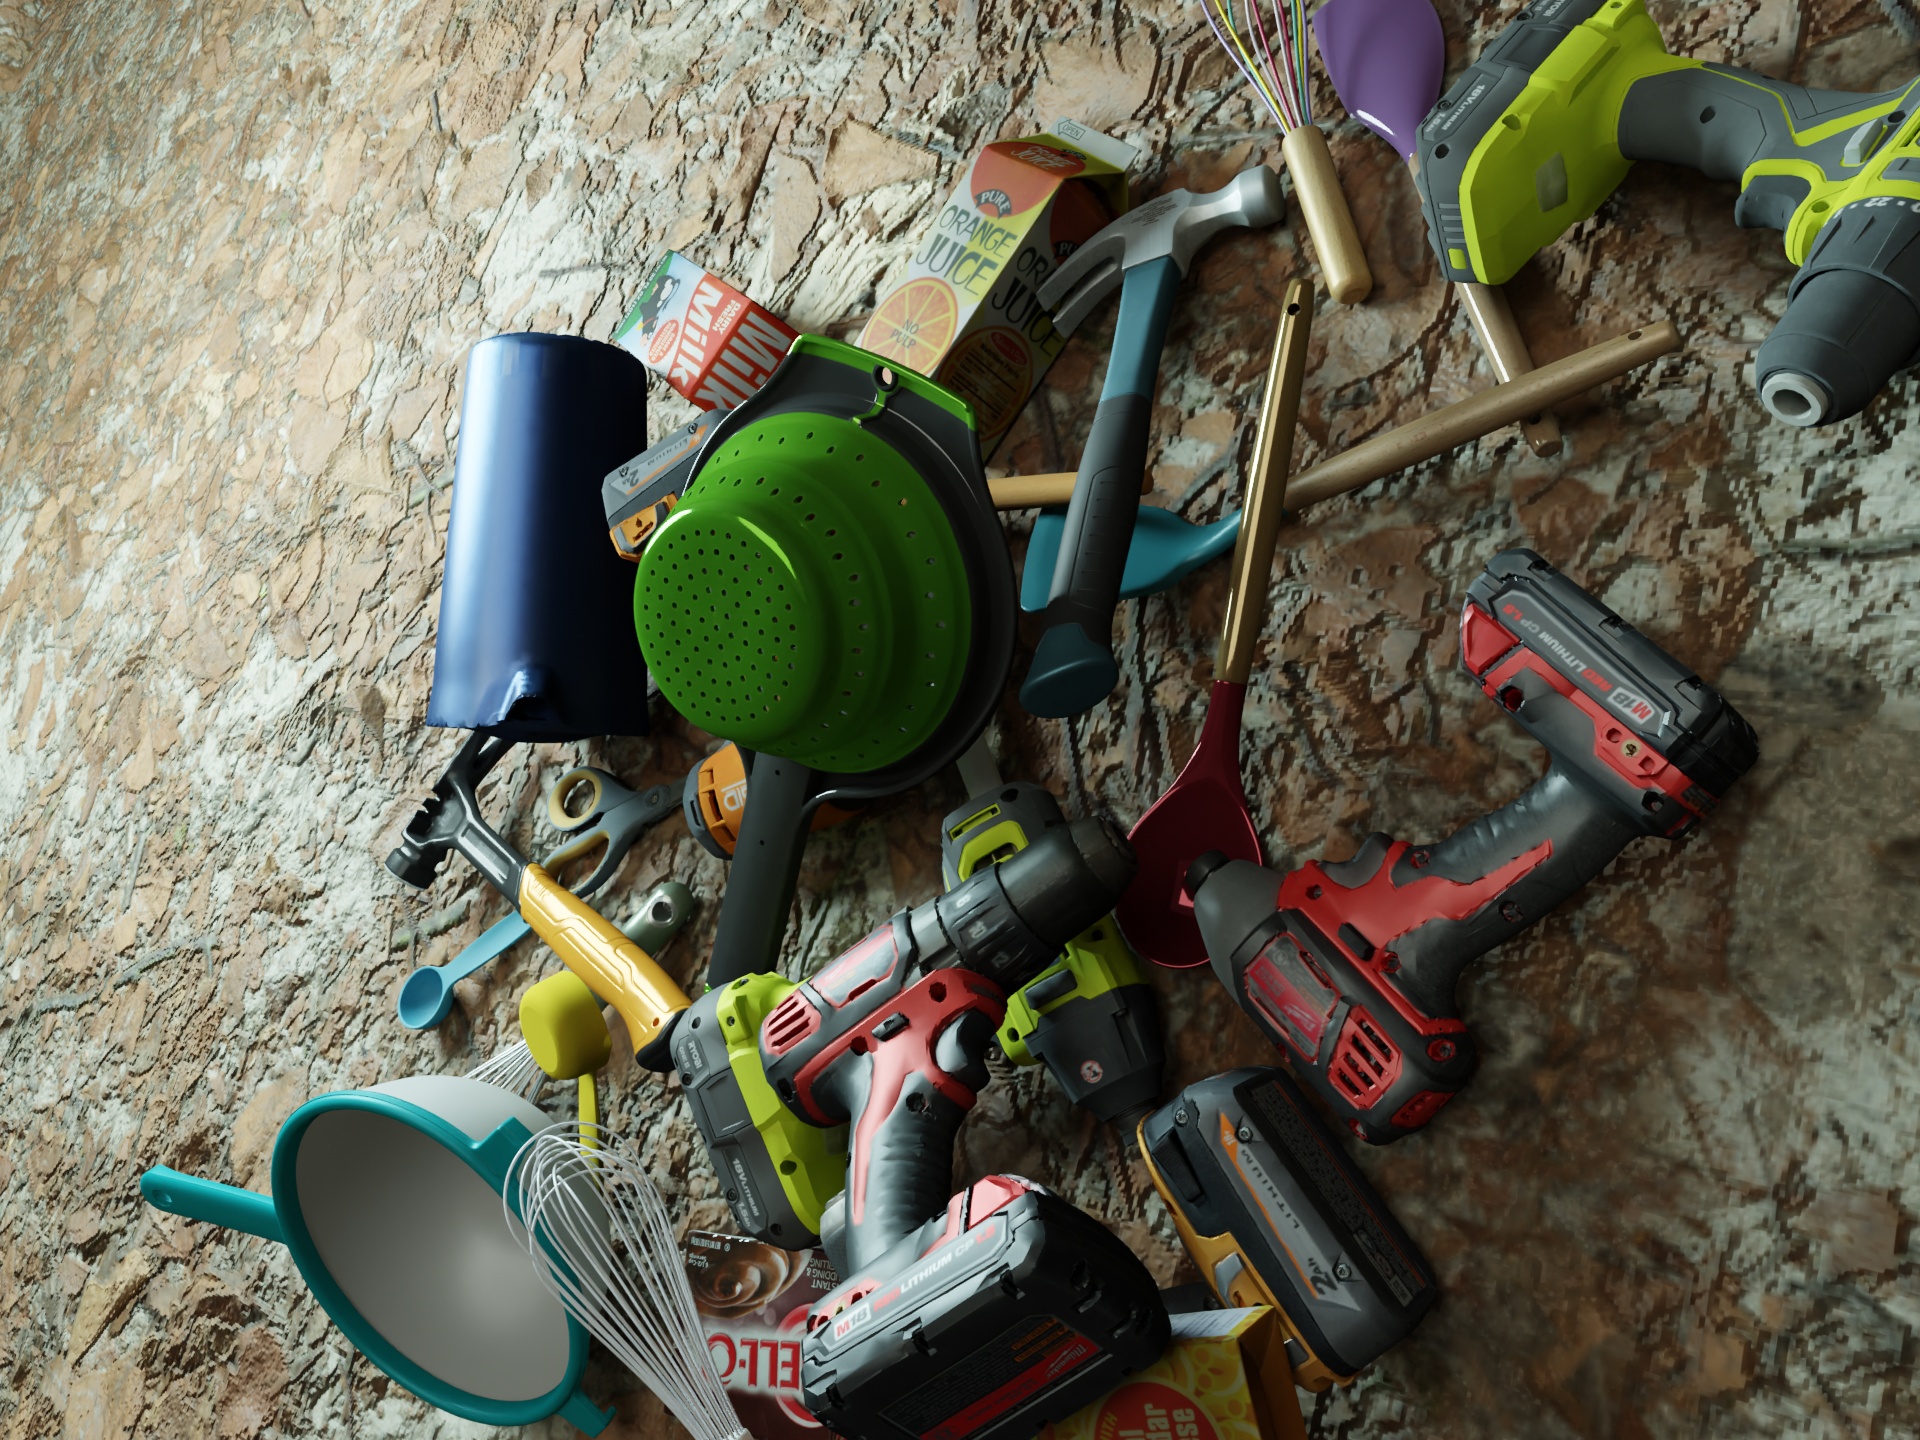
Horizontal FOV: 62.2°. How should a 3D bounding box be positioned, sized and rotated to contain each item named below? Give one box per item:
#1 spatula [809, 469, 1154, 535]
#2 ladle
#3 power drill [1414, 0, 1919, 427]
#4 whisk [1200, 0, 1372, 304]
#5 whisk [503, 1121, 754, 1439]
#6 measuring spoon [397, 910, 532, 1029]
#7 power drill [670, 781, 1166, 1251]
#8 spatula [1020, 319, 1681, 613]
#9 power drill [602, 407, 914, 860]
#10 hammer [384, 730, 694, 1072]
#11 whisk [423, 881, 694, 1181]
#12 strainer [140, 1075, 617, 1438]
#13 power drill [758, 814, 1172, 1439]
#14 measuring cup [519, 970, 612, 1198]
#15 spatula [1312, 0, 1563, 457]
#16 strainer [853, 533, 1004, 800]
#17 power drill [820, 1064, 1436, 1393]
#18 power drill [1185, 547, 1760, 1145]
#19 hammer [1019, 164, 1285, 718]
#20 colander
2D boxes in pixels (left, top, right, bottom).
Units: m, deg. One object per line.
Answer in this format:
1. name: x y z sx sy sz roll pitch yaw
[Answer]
1. spatula: -0.026 -0.128 0.890 0.323 0.041 0.081 3 57 46
2. ladle: 0.126 -0.043 0.723 0.069 0.031 0.315 11 93 22
3. power drill: 0.302 -0.211 0.634 0.190 0.080 0.229 -48 47 -13
4. whisk: 0.176 -0.320 0.828 0.051 0.047 0.245 -31 60 39
5. whisk: -0.121 0.313 0.738 0.070 0.070 0.285 -37 82 21
6. measuring spoon: -0.313 0.159 1.038 0.128 0.021 0.042 -36 53 10
7. power drill: -0.017 0.155 0.759 0.223 0.080 0.171 -33 70 20
8. spatula: 0.167 -0.119 0.739 0.317 0.044 0.082 -21 41 36
9. power drill: -0.101 -0.051 0.870 0.164 0.084 0.226 -22 82 36
10. hammer: -0.241 0.105 0.949 0.337 0.034 0.127 29 85 45
11. whisk: -0.243 0.188 0.952 0.058 0.059 0.246 43 98 3
12. strainer: -0.323 0.270 0.905 0.340 0.095 0.211 1 113 29
13. power drill: 0.009 0.149 0.621 0.188 0.080 0.227 -37 32 13
14. measuring cup: -0.216 0.212 0.876 0.062 0.029 0.156 24 121 42
15. spatula: 0.234 -0.255 0.770 0.060 0.018 0.316 -25 58 26
16. strainer: -0.001 -0.003 0.840 0.087 0.050 0.259 -46 54 40
17. power drill: 0.053 0.232 0.657 0.226 0.084 0.185 -43 68 19
18. power drill: 0.193 0.047 0.643 0.219 0.078 0.143 -52 55 15
19. hammer: 0.079 -0.143 0.775 0.128 0.033 0.331 -10 50 32
20. colander: -0.103 0.018 0.774 0.205 0.094 0.397 28 118 24
